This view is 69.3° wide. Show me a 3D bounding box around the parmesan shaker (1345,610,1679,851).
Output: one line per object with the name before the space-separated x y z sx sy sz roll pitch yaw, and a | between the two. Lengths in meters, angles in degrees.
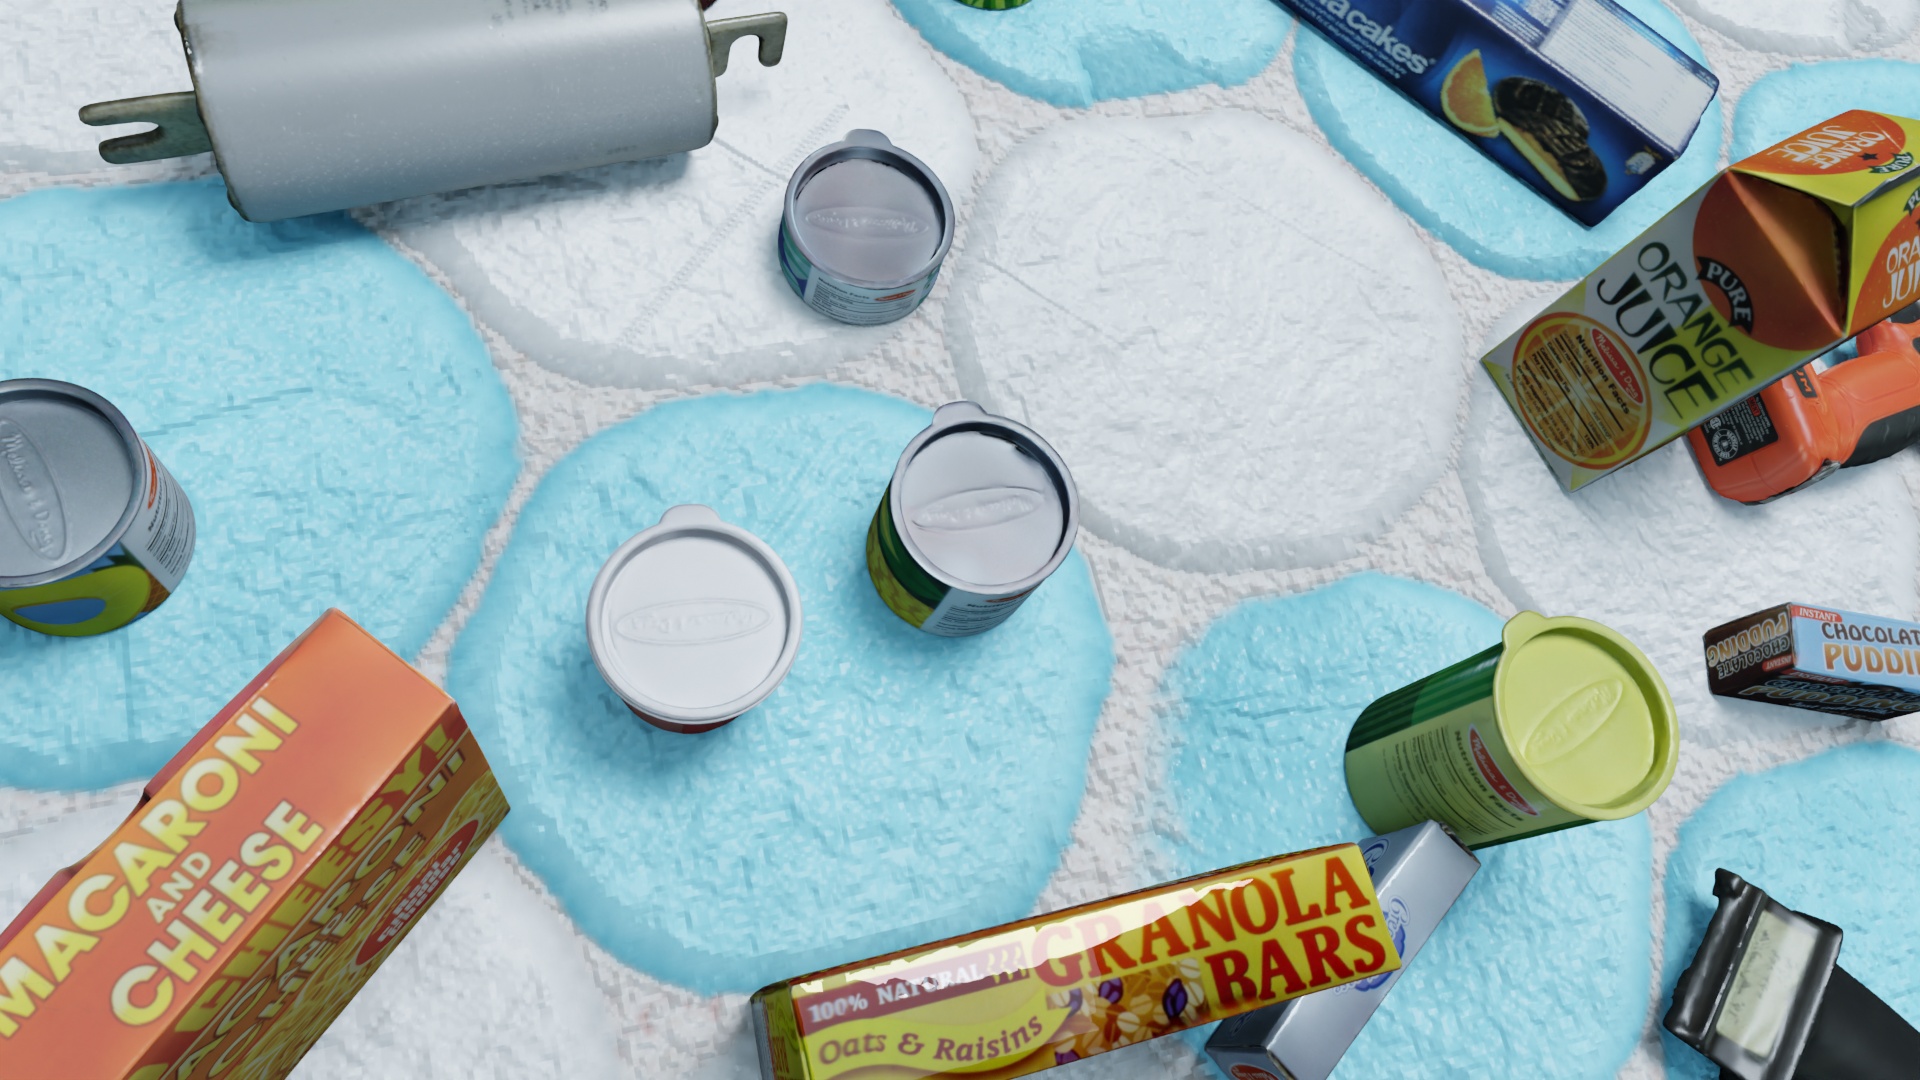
parmesan shaker | 0.187 0.070 0.489 0.071 0.102 0.071 4 70 -12

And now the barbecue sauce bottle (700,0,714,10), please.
barbecue sauce bottle | -0.100 -0.268 0.519 0.044 0.148 0.065 22 67 -5

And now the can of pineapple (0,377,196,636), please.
can of pineapple | -0.281 -0.008 0.428 0.071 0.057 0.071 4 70 -12

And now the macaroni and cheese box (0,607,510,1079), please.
macaroni and cheese box | -0.177 0.095 0.356 0.040 0.165 0.124 36 66 1

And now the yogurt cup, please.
yogurt cup | -0.089 0.032 0.462 0.072 0.053 0.072 4 70 -12

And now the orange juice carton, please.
orange juice carton | 0.294 -0.094 0.527 0.072 0.192 0.073 -24 78 -20

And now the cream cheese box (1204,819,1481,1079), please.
cream cheese box | 0.130 0.142 0.476 0.024 0.053 0.104 45 67 5

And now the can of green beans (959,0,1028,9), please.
can of green beans | 0.016 -0.274 0.599 0.071 0.057 0.071 4 70 -12

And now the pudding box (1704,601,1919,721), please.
pudding box | 0.358 0.050 0.567 0.084 0.049 0.030 10 69 -10

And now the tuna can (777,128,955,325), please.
tuna can | -0.038 -0.122 0.543 0.071 0.032 0.071 5 69 -12

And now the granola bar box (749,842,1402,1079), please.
granola bar box | 0.025 0.132 0.415 0.166 0.123 0.039 -9 73 -17

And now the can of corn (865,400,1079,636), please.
can of corn | 0.002 -0.006 0.496 0.071 0.058 0.071 4 70 -12
